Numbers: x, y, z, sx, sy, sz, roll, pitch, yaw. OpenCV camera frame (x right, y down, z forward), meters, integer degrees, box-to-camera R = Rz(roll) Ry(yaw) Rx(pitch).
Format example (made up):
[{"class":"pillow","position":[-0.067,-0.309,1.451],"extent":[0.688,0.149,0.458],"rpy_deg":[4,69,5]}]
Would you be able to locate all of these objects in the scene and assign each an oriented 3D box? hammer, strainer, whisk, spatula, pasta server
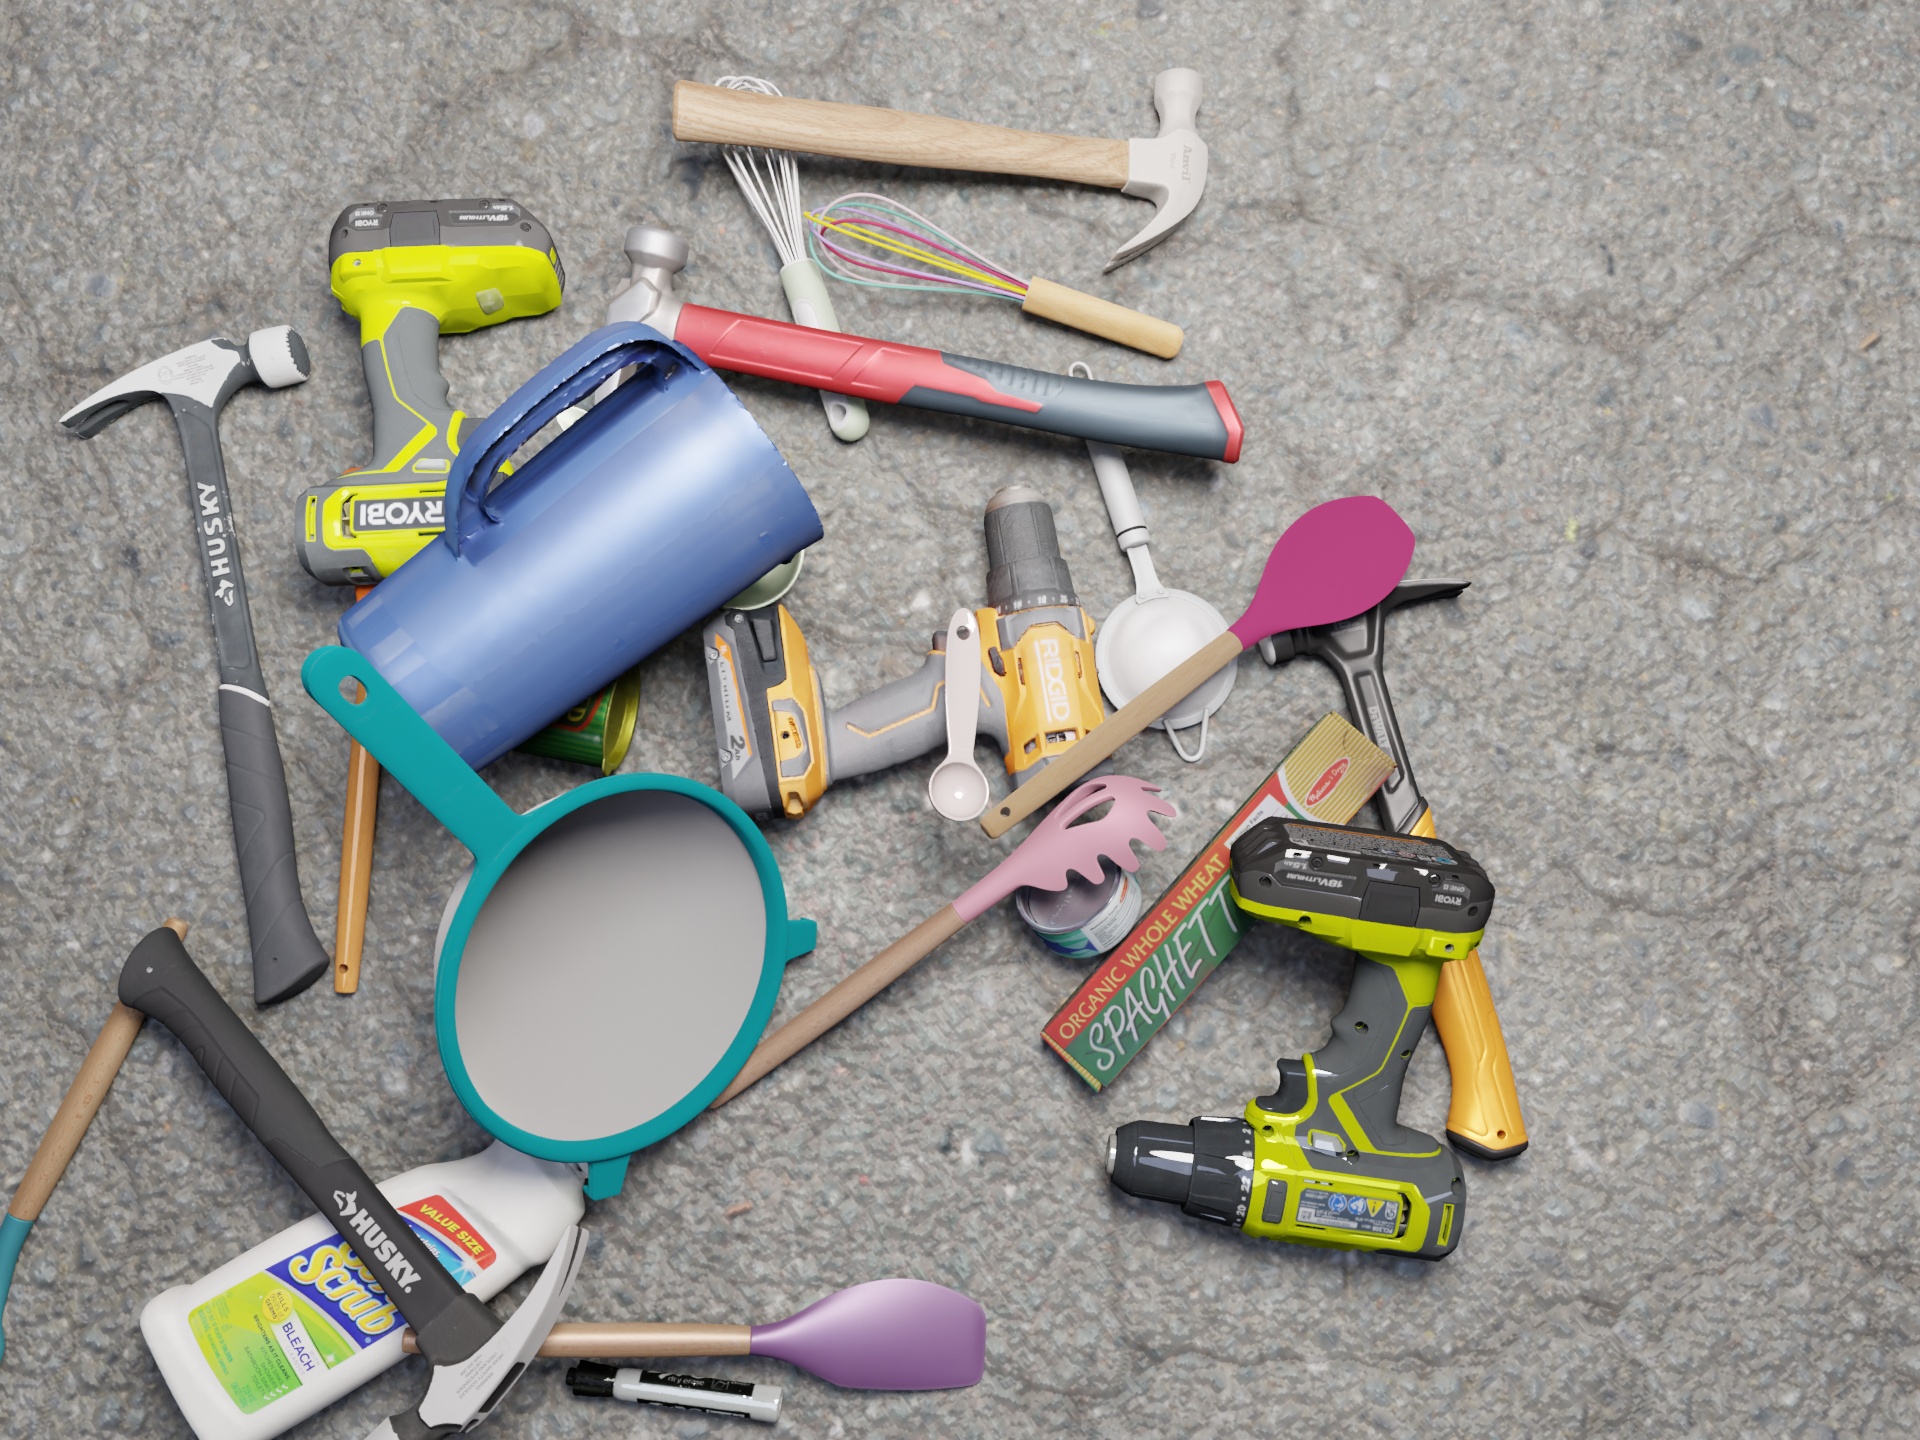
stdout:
[{"class":"hammer","position":[-0.440,-0.033,0.958],"extent":[0.149,0.036,0.409],"rpy_deg":[-13,80,0]},{"class":"strainer","position":[0.106,-0.102,0.958],"extent":[0.087,0.050,0.258],"rpy_deg":[-15,77,-8]},{"class":"hammer","position":[-0.027,-0.188,0.944],"extent":[0.386,0.038,0.143],"rpy_deg":[12,94,7]},{"class":"strainer","position":[-0.233,0.081,0.832],"extent":[0.095,0.340,0.211],"rpy_deg":[13,56,47]},{"class":"whisk","position":[0.020,-0.268,0.975],"extent":[0.245,0.047,0.051],"rpy_deg":[18,81,-5]},{"class":"spatula","position":[-0.352,0.000,0.957],"extent":[0.081,0.041,0.323],"rpy_deg":[3,84,0]},{"class":"hammer","position":[-0.009,-0.352,0.978],"extent":[0.331,0.031,0.130],"rpy_deg":[3,81,-10]},{"class":"hammer","position":[0.274,0.083,0.924],"extent":[0.127,0.034,0.337],"rpy_deg":[-13,80,0]},{"class":"spatula","position":[-0.526,0.258,0.903],"extent":[0.082,0.044,0.317],"rpy_deg":[23,80,8]},{"class":"pasta server","position":[-0.018,0.129,0.901],"extent":[0.316,0.040,0.060],"rpy_deg":[-37,40,8]},{"class":"hammer","position":[-0.346,0.232,0.861],"extent":[0.335,0.035,0.146],"rpy_deg":[41,74,19]},{"class":"whisk","position":[-0.104,-0.289,0.991],"extent":[0.058,0.059,0.246],"rpy_deg":[-23,83,36]},{"class":"spatula","position":[-0.141,0.338,0.872],"extent":[0.316,0.018,0.060],"rpy_deg":[3,80,-10]}]

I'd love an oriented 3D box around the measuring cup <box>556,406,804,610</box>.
[{"class":"measuring cup","position":[-0.169,-0.130,0.946],"extent":[0.167,0.038,0.083],"rpy_deg":[37,82,-11]}]

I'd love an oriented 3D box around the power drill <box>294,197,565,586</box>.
[{"class":"power drill","position":[-0.300,-0.192,0.951],"extent":[0.171,0.080,0.223],"rpy_deg":[-3,76,-3]}]

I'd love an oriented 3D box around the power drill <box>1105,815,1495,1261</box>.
[{"class":"power drill","position":[0.186,0.174,0.861],"extent":[0.190,0.080,0.228],"rpy_deg":[8,101,2]}]

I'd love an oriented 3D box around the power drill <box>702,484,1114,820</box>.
[{"class":"power drill","position":[-0.032,-0.037,0.930],"extent":[0.226,0.084,0.185],"rpy_deg":[-8,80,-5]}]

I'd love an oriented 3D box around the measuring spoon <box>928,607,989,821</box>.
[{"class":"measuring spoon","position":[-0.001,-0.003,0.884],"extent":[0.034,0.018,0.124],"rpy_deg":[8,71,-16]}]

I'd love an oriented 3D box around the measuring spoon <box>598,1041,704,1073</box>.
[{"class":"measuring spoon","position":[-0.204,0.197,0.924],"extent":[0.117,0.011,0.021],"rpy_deg":[4,80,2]}]

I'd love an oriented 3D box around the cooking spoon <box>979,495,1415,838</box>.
[{"class":"cooking spoon","position":[0.137,-0.031,0.909],"extent":[0.319,0.017,0.069],"rpy_deg":[-36,78,-15]}]
